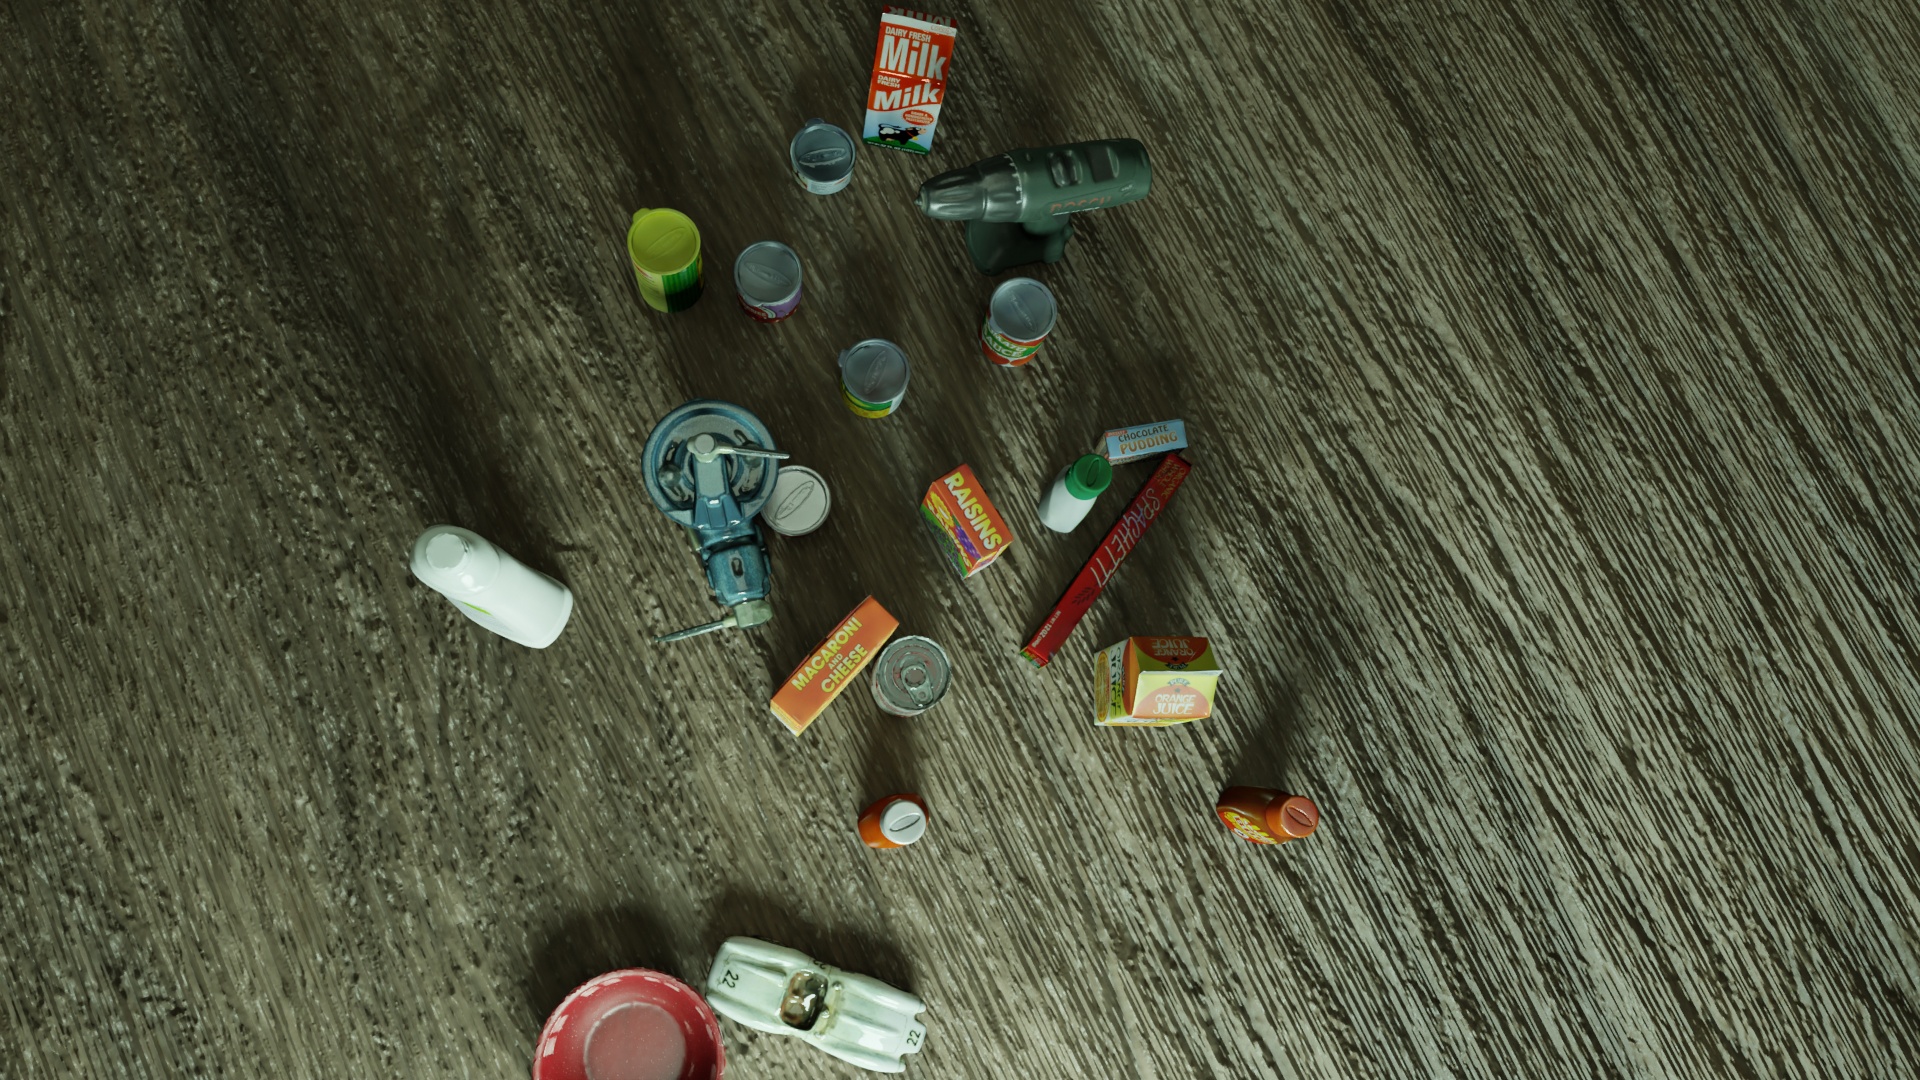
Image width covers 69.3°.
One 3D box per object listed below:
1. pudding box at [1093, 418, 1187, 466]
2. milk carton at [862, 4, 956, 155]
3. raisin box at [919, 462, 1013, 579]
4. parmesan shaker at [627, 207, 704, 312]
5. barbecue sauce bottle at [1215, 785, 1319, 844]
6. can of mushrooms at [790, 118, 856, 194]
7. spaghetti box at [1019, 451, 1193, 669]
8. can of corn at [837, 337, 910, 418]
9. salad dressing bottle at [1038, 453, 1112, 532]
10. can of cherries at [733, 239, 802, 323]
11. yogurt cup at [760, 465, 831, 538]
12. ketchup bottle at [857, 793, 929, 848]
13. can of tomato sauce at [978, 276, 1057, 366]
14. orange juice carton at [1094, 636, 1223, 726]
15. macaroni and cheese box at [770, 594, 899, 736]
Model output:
[{"bbox_3d":[0.180,-0.097,1.386,0.084,0.049,0.030,-9,80,-9],"label":"pudding box"},{"bbox_3d":[-0.050,-0.456,1.357,0.072,0.190,0.073,9,78,-6],"label":"milk carton"},{"bbox_3d":[0.005,-0.016,1.309,0.040,0.123,0.086,-31,84,-12],"label":"raisin box"},{"bbox_3d":[-0.282,-0.269,1.333,0.071,0.103,0.071,1,79,-7],"label":"parmesan shaker"},{"bbox_3d":[0.286,0.253,1.279,0.065,0.148,0.044,36,77,0],"label":"barbecue sauce bottle"},{"bbox_3d":[-0.140,-0.390,1.412,0.071,0.033,0.071,1,79,-7],"label":"can of mushrooms"},{"bbox_3d":[0.143,0.018,1.358,0.029,0.050,0.250,37,76,1],"label":"spaghetti box"},{"bbox_3d":[-0.087,-0.159,1.359,0.071,0.058,0.071,1,79,-7],"label":"can of corn"},{"bbox_3d":[0.109,-0.047,1.317,0.044,0.147,0.064,21,77,-3],"label":"salad dressing bottle"},{"bbox_3d":[-0.190,-0.252,1.364,0.071,0.058,0.071,1,79,-7],"label":"can of cherries"},{"bbox_3d":[-0.158,-0.033,1.326,0.072,0.054,0.072,1,79,-7],"label":"yogurt cup"},{"bbox_3d":[-0.057,0.249,1.234,0.065,0.148,0.043,-24,83,-11],"label":"ketchup bottle"},{"bbox_3d":[0.054,-0.214,1.376,0.071,0.083,0.071,1,79,-7],"label":"can of tomato sauce"},{"bbox_3d":[0.177,0.128,1.267,0.072,0.192,0.073,2,79,-7],"label":"orange juice carton"},{"bbox_3d":[-0.116,0.115,1.244,0.040,0.166,0.124,43,77,2],"label":"macaroni and cheese box"}]
